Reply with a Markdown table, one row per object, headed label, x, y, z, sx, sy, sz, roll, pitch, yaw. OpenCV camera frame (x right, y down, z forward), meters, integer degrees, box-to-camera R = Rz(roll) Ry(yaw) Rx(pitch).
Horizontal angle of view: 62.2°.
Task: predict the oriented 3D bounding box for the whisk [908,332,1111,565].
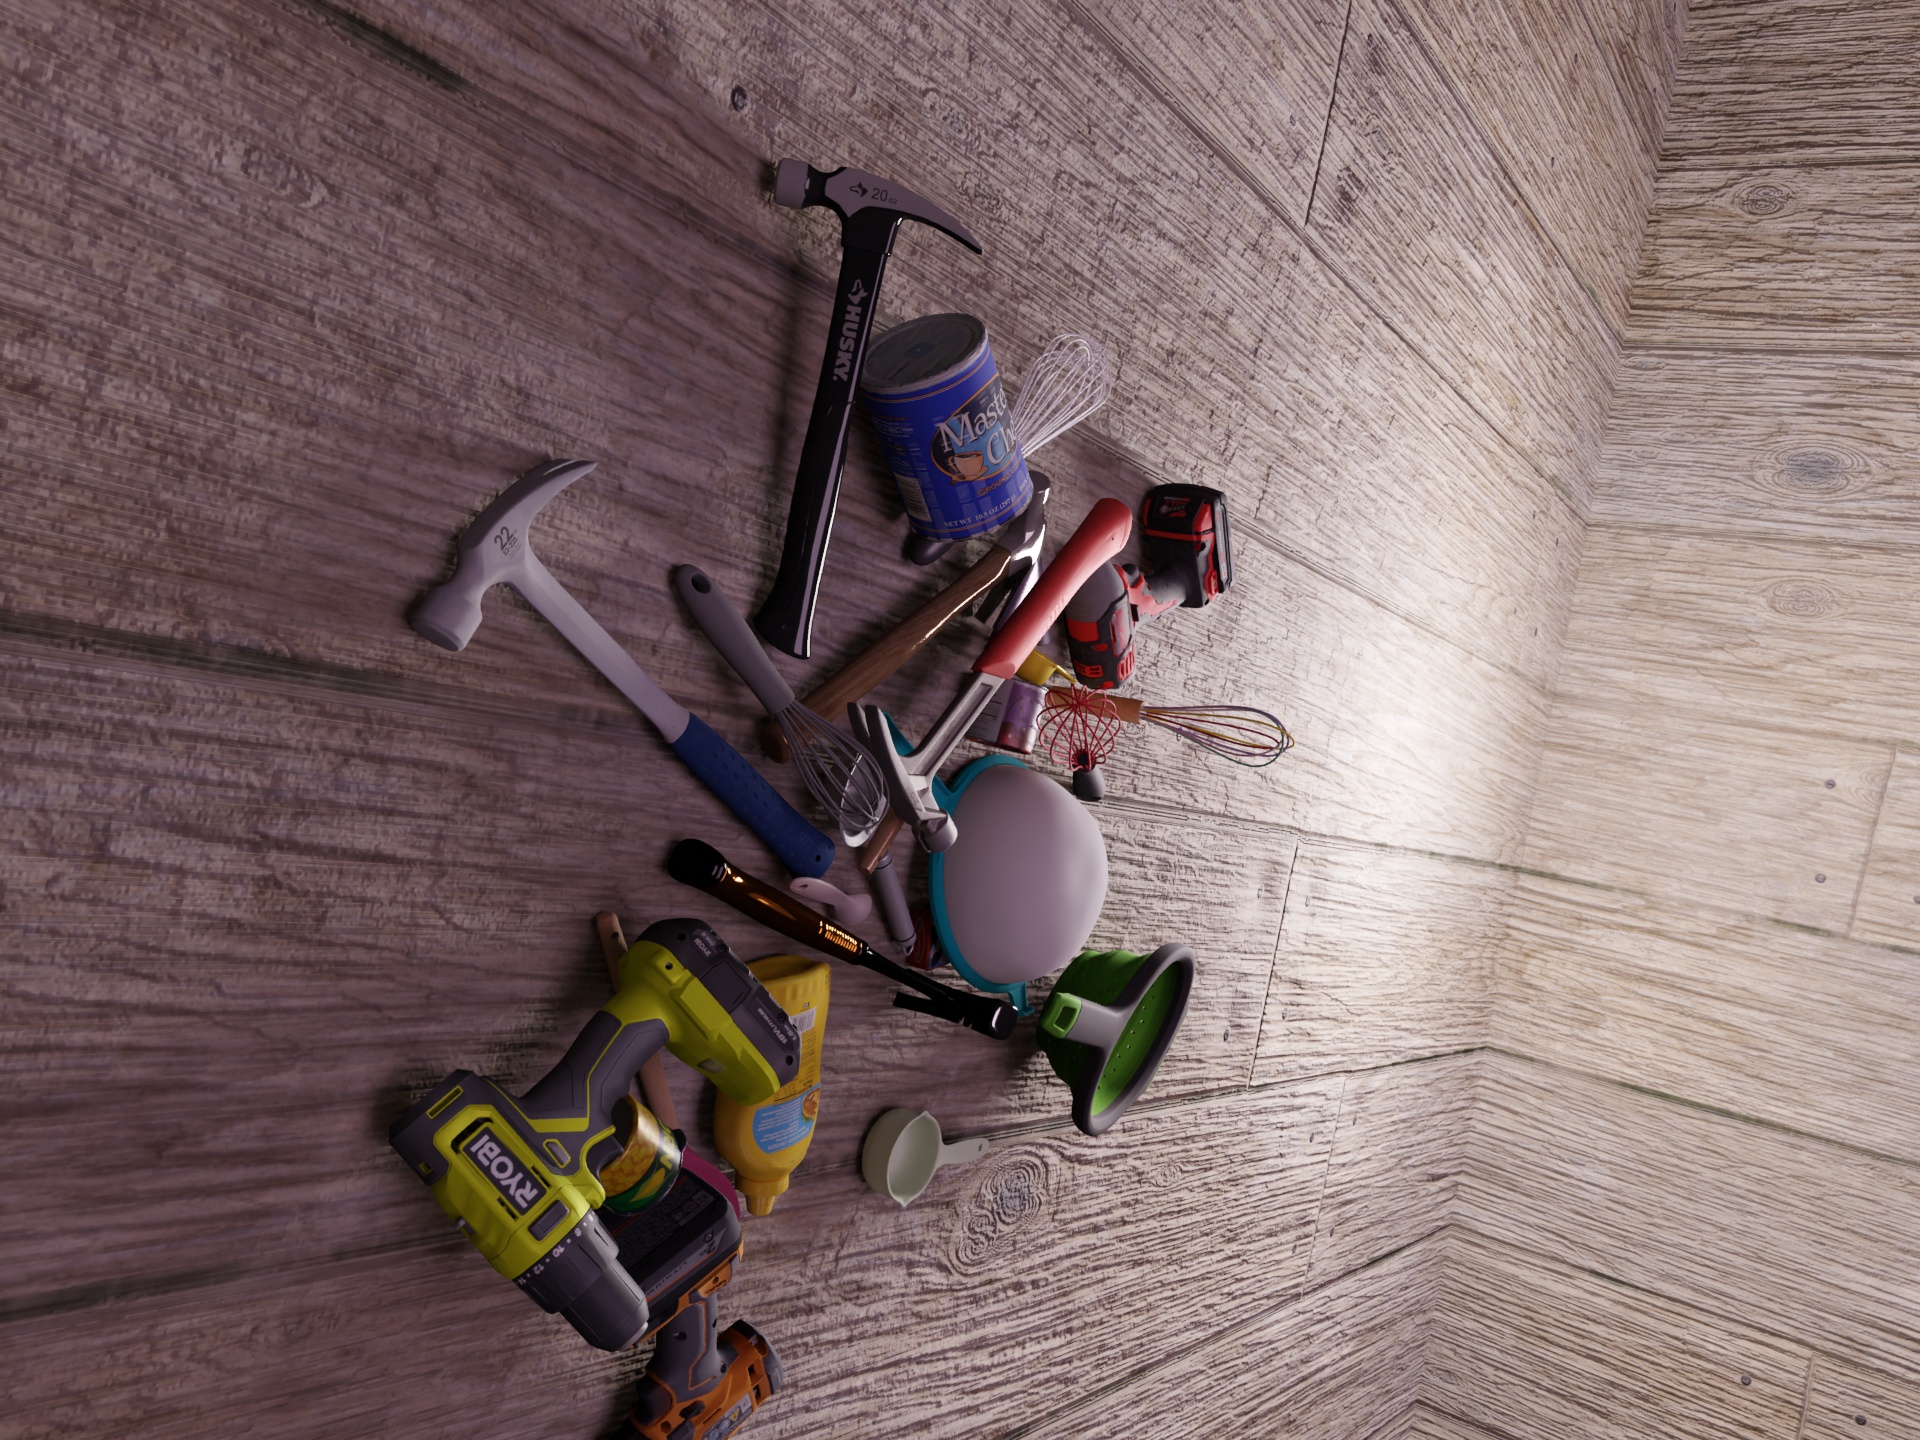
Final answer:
| label | x | y | z | sx | sy | sz | roll | pitch | yaw |
| --- | --- | --- | --- | --- | --- | --- | --- | --- | --- |
| whisk | 0.043 | -0.225 | 1.325 | 0.285 | 0.070 | 0.070 | -52 | 138 | -27 |

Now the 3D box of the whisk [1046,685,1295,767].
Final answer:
| label | x | y | z | sx | sy | sz | roll | pitch | yaw |
| --- | --- | --- | --- | --- | --- | --- | --- | --- | --- |
| whisk | 0.183 | 0.000 | 1.416 | 0.047 | 0.245 | 0.051 | 0 | 100 | -55 |

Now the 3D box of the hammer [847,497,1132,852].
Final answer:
| label | x | y | z | sx | sy | sz | roll | pitch | yaw |
| --- | --- | --- | --- | --- | --- | --- | --- | --- | --- |
| hammer | 0.039 | -0.069 | 1.274 | 0.359 | 0.037 | 0.149 | -53 | 134 | -33 |

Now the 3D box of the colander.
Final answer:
| label | x | y | z | sx | sy | sz | roll | pitch | yaw |
| --- | --- | --- | --- | --- | --- | --- | --- | --- | --- |
| colander | 0.111 | 0.271 | 1.474 | 0.204 | 0.094 | 0.396 | -61 | 155 | -4 |

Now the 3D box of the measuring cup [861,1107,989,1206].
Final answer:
| label | x | y | z | sx | sy | sz | roll | pitch | yaw |
| --- | --- | --- | --- | --- | --- | --- | --- | --- | --- |
| measuring cup | -0.030 | 0.377 | 1.401 | 0.167 | 0.038 | 0.083 | 17 | 85 | -58 |

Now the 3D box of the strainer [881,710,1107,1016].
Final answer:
| label | x | y | z | sx | sy | sz | roll | pitch | yaw |
| --- | --- | --- | --- | --- | --- | --- | --- | --- | --- |
| strainer | 0.038 | 0.096 | 1.346 | 0.340 | 0.095 | 0.211 | 51 | 48 | -41 |

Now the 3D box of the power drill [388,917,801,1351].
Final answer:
| label | x | y | z | sx | sy | sz | roll | pitch | yaw |
| --- | --- | --- | --- | --- | --- | --- | --- | --- | --- |
| power drill | -0.209 | 0.252 | 0.990 | 0.190 | 0.080 | 0.228 | 49 | 53 | -2 |

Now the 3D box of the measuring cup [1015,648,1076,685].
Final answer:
| label | x | y | z | sx | sy | sz | roll | pitch | yaw |
| --- | --- | --- | --- | --- | --- | --- | --- | --- | --- |
| measuring cup | 0.071 | -0.044 | 1.429 | 0.029 | 0.062 | 0.156 | -55 | 157 | 3 |

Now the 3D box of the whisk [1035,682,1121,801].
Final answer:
| label | x | y | z | sx | sy | sz | roll | pitch | yaw |
| --- | --- | --- | --- | --- | --- | --- | --- | --- | --- |
| whisk | 0.110 | 0.031 | 1.419 | 0.295 | 0.073 | 0.073 | 67 | 42 | -72 |

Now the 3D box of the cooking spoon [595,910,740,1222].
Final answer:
| label | x | y | z | sx | sy | sz | roll | pitch | yaw |
| --- | --- | --- | --- | --- | --- | --- | --- | --- | --- |
| cooking spoon | -0.212 | 0.270 | 1.123 | 0.069 | 0.017 | 0.318 | -24 | 120 | -28 |

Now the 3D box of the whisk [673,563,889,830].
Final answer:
| label | x | y | z | sx | sy | sz | roll | pitch | yaw |
| --- | --- | --- | --- | --- | --- | --- | --- | --- | --- |
| whisk | -0.123 | -0.015 | 1.110 | 0.238 | 0.055 | 0.055 | 55 | 53 | -25 |

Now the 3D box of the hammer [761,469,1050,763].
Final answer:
| label | x | y | z | sx | sy | sz | roll | pitch | yaw |
| --- | --- | --- | --- | --- | --- | --- | --- | --- | --- |
| hammer | -0.036 | -0.068 | 1.250 | 0.331 | 0.031 | 0.130 | -42 | 151 | -35 |

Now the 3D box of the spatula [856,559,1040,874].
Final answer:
| label | x | y | z | sx | sy | sz | roll | pitch | yaw |
| --- | --- | --- | --- | --- | --- | --- | --- | --- | --- |
| spatula | -0.002 | -0.004 | 1.278 | 0.316 | 0.018 | 0.059 | -59 | 157 | -29 |

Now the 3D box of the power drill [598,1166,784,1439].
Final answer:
| label | x | y | z | sx | sy | sz | roll | pitch | yaw |
| --- | --- | --- | --- | --- | --- | --- | --- | --- | --- |
| power drill | -0.219 | 0.449 | 1.112 | 0.185 | 0.084 | 0.226 | -33 | 130 | -37 |

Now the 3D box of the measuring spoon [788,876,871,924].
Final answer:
| label | x | y | z | sx | sy | sz | roll | pitch | yaw |
| --- | --- | --- | --- | --- | --- | --- | --- | --- | --- |
| measuring spoon | -0.100 | 0.139 | 1.217 | 0.018 | 0.034 | 0.124 | 68 | 12 | 23 |

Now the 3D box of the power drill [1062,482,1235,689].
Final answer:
| label | x | y | z | sx | sy | sz | roll | pitch | yaw |
| --- | --- | --- | --- | --- | --- | --- | --- | --- | --- |
| power drill | 0.173 | -0.138 | 1.520 | 0.220 | 0.079 | 0.143 | -40 | 129 | -39 |

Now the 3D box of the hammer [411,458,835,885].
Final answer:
| label | x | y | z | sx | sy | sz | roll | pitch | yaw |
| --- | --- | --- | --- | --- | --- | --- | --- | --- | --- |
| hammer | -0.191 | -0.007 | 1.062 | 0.144 | 0.035 | 0.405 | -63 | 143 | -22 |

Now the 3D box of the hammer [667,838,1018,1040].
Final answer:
| label | x | y | z | sx | sy | sz | roll | pitch | yaw |
| --- | --- | --- | --- | --- | --- | --- | --- | --- | --- |
| hammer | -0.098 | 0.166 | 1.210 | 0.336 | 0.127 | 0.034 | 37 | 70 | -42 |

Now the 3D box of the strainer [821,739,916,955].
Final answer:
| label | x | y | z | sx | sy | sz | roll | pitch | yaw |
| --- | --- | --- | --- | --- | --- | --- | --- | --- | --- |
| strainer | -0.069 | 0.104 | 1.266 | 0.087 | 0.050 | 0.258 | -59 | 147 | -40 |

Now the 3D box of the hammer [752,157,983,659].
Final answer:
| label | x | y | z | sx | sy | sz | roll | pitch | yaw |
| --- | --- | --- | --- | --- | --- | --- | --- | --- | --- |
| hammer | -0.085 | -0.206 | 1.107 | 0.035 | 0.146 | 0.334 | -92 | -165 | -79 |
